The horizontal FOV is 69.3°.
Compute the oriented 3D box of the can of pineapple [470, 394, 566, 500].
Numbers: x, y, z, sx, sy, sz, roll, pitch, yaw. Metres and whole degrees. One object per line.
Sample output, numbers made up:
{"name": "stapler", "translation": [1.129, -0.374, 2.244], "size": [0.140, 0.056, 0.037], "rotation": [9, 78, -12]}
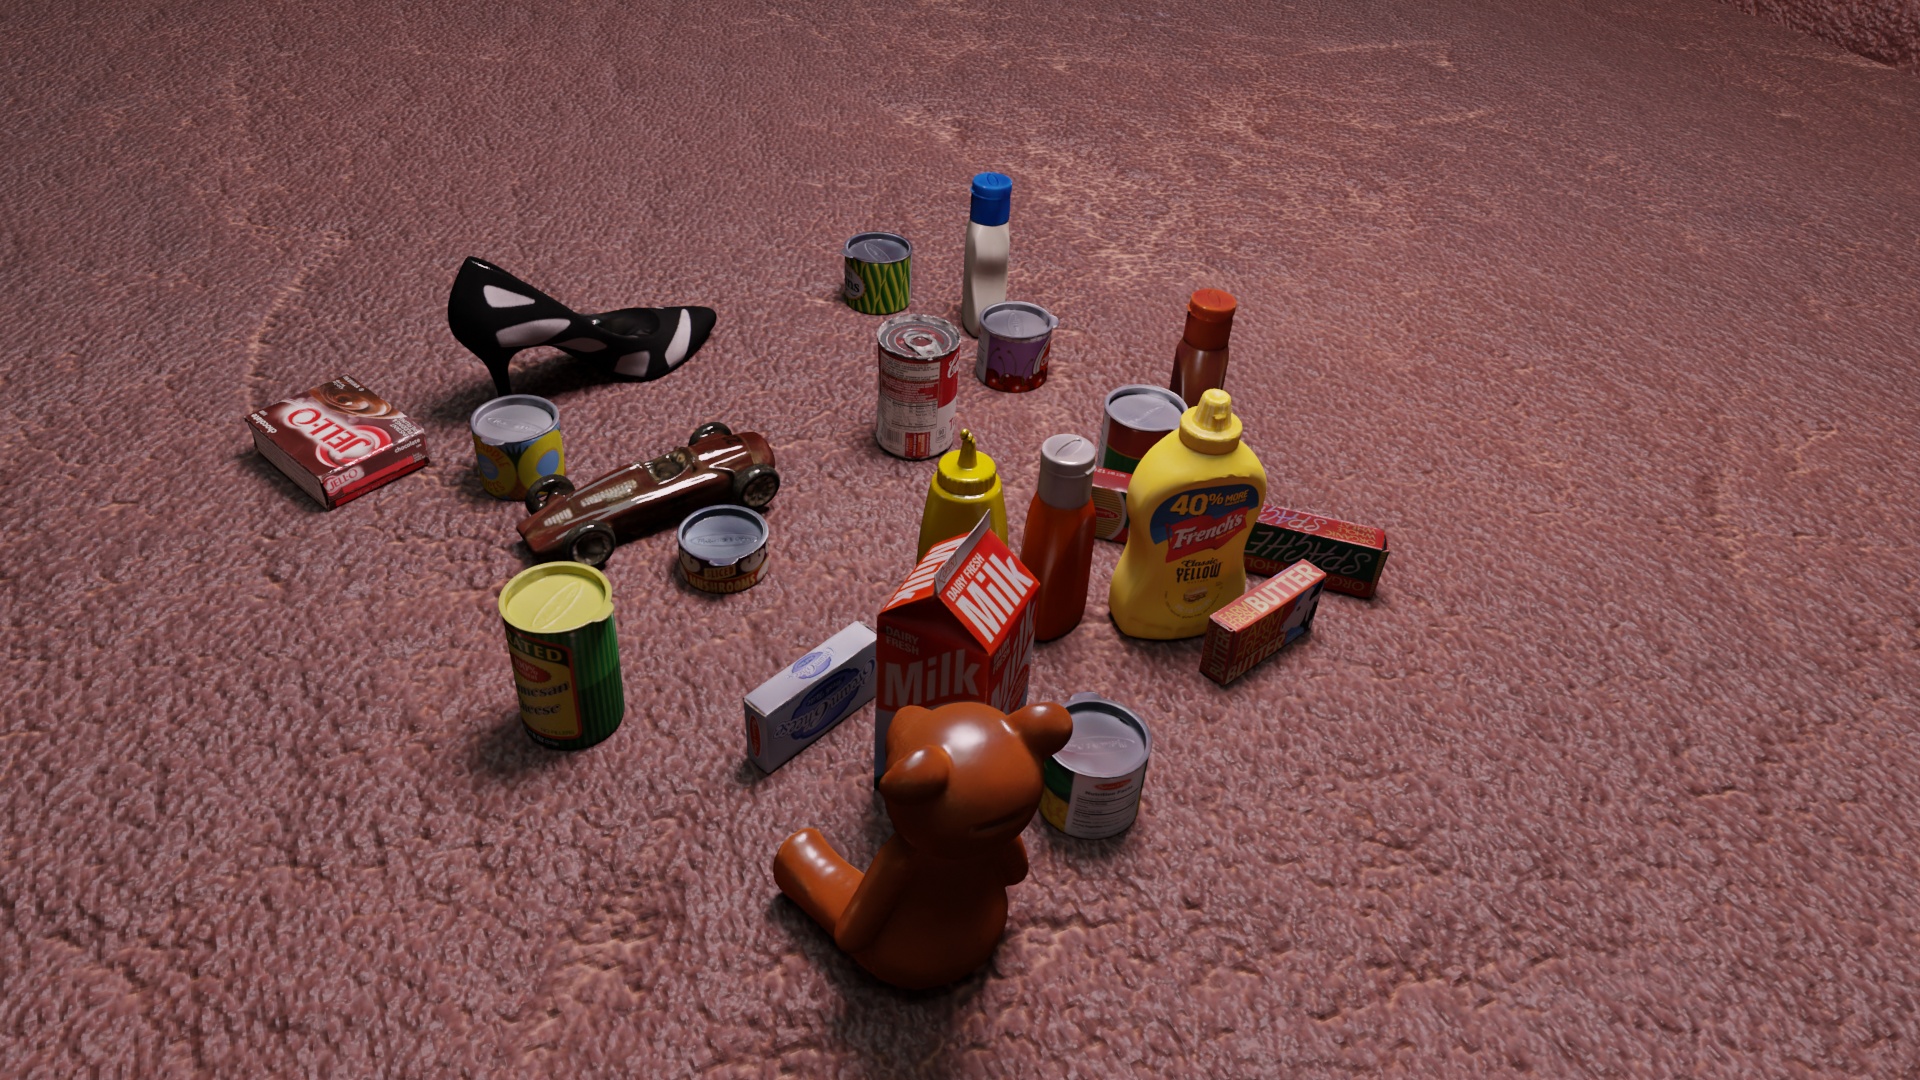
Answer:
{"name": "can of pineapple", "translation": [-0.345, -0.072, 1.083], "size": [0.071, 0.057, 0.071], "rotation": [3, 38, -2]}

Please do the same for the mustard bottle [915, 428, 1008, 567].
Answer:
{"name": "mustard bottle", "translation": [0.003, -0.012, 0.957], "size": [0.065, 0.159, 0.049], "rotation": [9, 38, 6]}

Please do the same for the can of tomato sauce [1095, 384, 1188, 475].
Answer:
{"name": "can of tomato sauce", "translation": [0.145, -0.072, 1.109], "size": [0.071, 0.082, 0.071], "rotation": [3, 38, -2]}

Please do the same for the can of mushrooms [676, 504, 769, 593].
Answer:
{"name": "can of mushrooms", "translation": [-0.174, 0.008, 1.017], "size": [0.071, 0.033, 0.071], "rotation": [3, 38, -2]}

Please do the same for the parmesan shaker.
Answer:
{"name": "parmesan shaker", "translation": [-0.245, 0.074, 0.869], "size": [0.071, 0.102, 0.072], "rotation": [3, 38, -2]}

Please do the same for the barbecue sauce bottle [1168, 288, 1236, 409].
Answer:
{"name": "barbecue sauce bottle", "translation": [0.195, -0.133, 1.139], "size": [0.044, 0.147, 0.065], "rotation": [4, 38, -1]}

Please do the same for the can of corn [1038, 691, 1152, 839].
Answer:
{"name": "can of corn", "translation": [0.081, 0.138, 0.855], "size": [0.071, 0.058, 0.071], "rotation": [3, 38, -2]}

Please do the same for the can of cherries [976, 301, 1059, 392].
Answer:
{"name": "can of cherries", "translation": [0.051, -0.174, 1.251], "size": [0.071, 0.058, 0.072], "rotation": [3, 38, -2]}

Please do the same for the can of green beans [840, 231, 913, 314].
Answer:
{"name": "can of green beans", "translation": [-0.080, -0.259, 1.348], "size": [0.071, 0.057, 0.071], "rotation": [3, 38, -2]}

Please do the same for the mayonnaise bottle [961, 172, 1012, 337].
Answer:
{"name": "mayonnaise bottle", "translation": [0.025, -0.267, 1.294], "size": [0.041, 0.147, 0.065], "rotation": [-3, 38, -9]}

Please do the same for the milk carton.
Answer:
{"name": "milk carton", "translation": [-0.003, 0.074, 0.822], "size": [0.073, 0.189, 0.073], "rotation": [19, 40, 18]}

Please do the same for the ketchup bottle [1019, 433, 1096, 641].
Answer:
{"name": "ketchup bottle", "translation": [0.068, -0.003, 0.961], "size": [0.043, 0.148, 0.065], "rotation": [27, 43, 26]}

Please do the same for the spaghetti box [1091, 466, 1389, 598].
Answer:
{"name": "spaghetti box", "translation": [0.196, -0.009, 1.060], "size": [0.250, 0.049, 0.029], "rotation": [13, 39, 11]}

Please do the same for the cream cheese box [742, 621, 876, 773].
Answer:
{"name": "cream cheese box", "translation": [-0.094, 0.099, 0.892], "size": [0.024, 0.053, 0.104], "rotation": [30, 45, 29]}

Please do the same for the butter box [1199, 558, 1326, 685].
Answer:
{"name": "butter box", "translation": [0.213, 0.057, 0.976], "size": [0.104, 0.052, 0.024], "rotation": [-26, 47, -33]}
